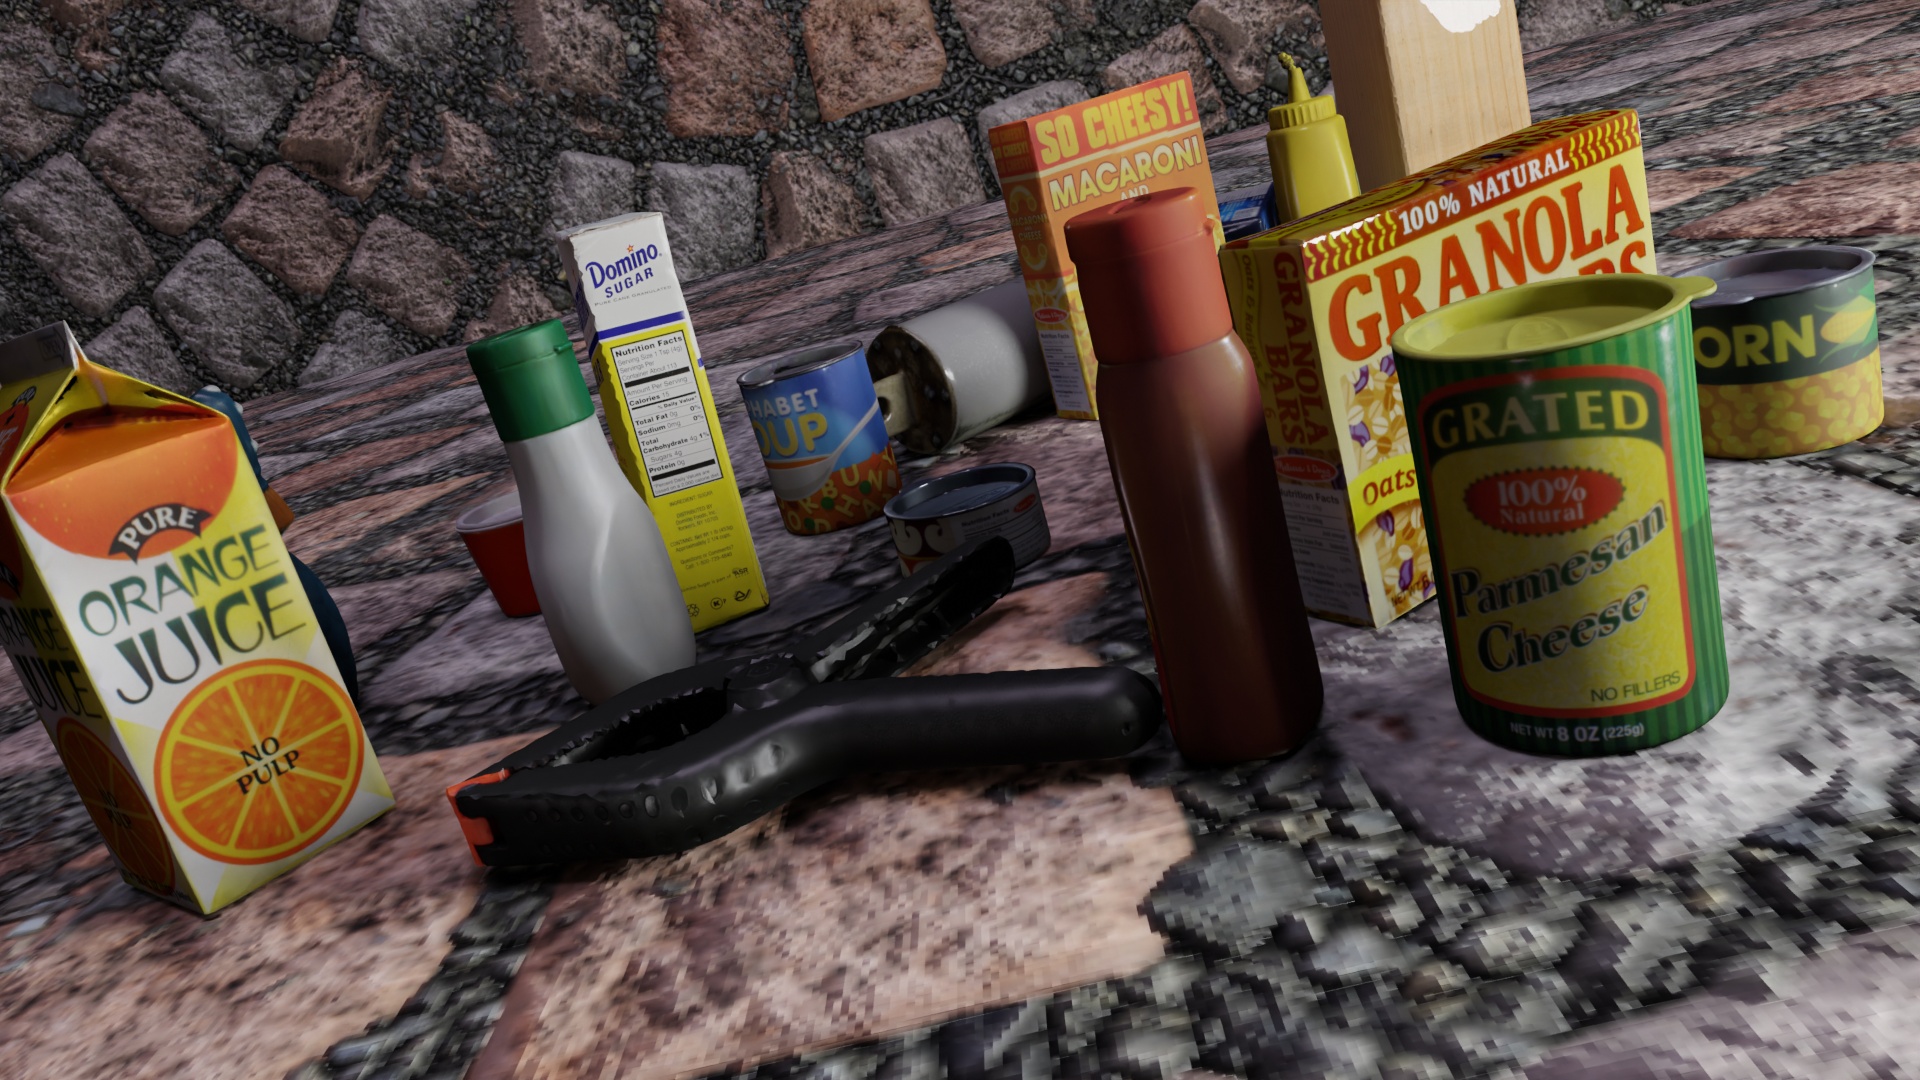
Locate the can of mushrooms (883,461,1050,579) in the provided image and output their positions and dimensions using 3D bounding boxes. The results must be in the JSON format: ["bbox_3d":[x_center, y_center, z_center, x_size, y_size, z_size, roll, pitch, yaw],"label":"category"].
[{"bbox_3d":[0.002,-0.007,0.591,0.071,0.033,0.071,-14,17,5],"label":"can of mushrooms"}]

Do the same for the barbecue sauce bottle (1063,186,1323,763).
[{"bbox_3d":[0.063,-0.018,0.376,0.043,0.148,0.065,-10,18,19],"label":"barbecue sauce bottle"}]

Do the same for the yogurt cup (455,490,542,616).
[{"bbox_3d":[-0.217,0.004,0.712,0.072,0.053,0.072,-14,17,5],"label":"yogurt cup"}]

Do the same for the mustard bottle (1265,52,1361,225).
[{"bbox_3d":[0.218,-0.219,0.852,0.049,0.159,0.065,-14,17,7],"label":"mustard bottle"}]

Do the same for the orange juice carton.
[{"bbox_3d":[-0.274,0.022,0.470,0.072,0.192,0.073,-1,22,40],"label":"orange juice carton"}]

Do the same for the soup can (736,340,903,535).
[{"bbox_3d":[-0.072,-0.052,0.711,0.071,0.083,0.071,-14,17,5],"label":"soup can"}]

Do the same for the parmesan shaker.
[{"bbox_3d":[0.151,-0.007,0.341,0.071,0.102,0.071,-14,17,5],"label":"parmesan shaker"}]

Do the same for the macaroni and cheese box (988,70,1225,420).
[{"bbox_3d":[0.092,-0.167,0.788,0.124,0.166,0.040,-25,19,-29],"label":"macaroni and cheese box"}]

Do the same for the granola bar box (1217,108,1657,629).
[{"bbox_3d":[0.167,-0.061,0.461,0.166,0.124,0.039,-25,19,-28],"label":"granola bar box"}]

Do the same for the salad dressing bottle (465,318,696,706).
[{"bbox_3d":[-0.146,-0.010,0.535,0.044,0.147,0.064,-10,17,18],"label":"salad dressing bottle"}]

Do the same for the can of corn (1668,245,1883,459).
[{"bbox_3d":[0.282,-0.065,0.486,0.071,0.058,0.071,-14,17,5],"label":"can of corn"}]

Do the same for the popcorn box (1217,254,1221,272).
[{"bbox_3d":[0.118,-0.075,0.615,0.038,0.085,0.127,-6,19,29],"label":"popcorn box"}]
